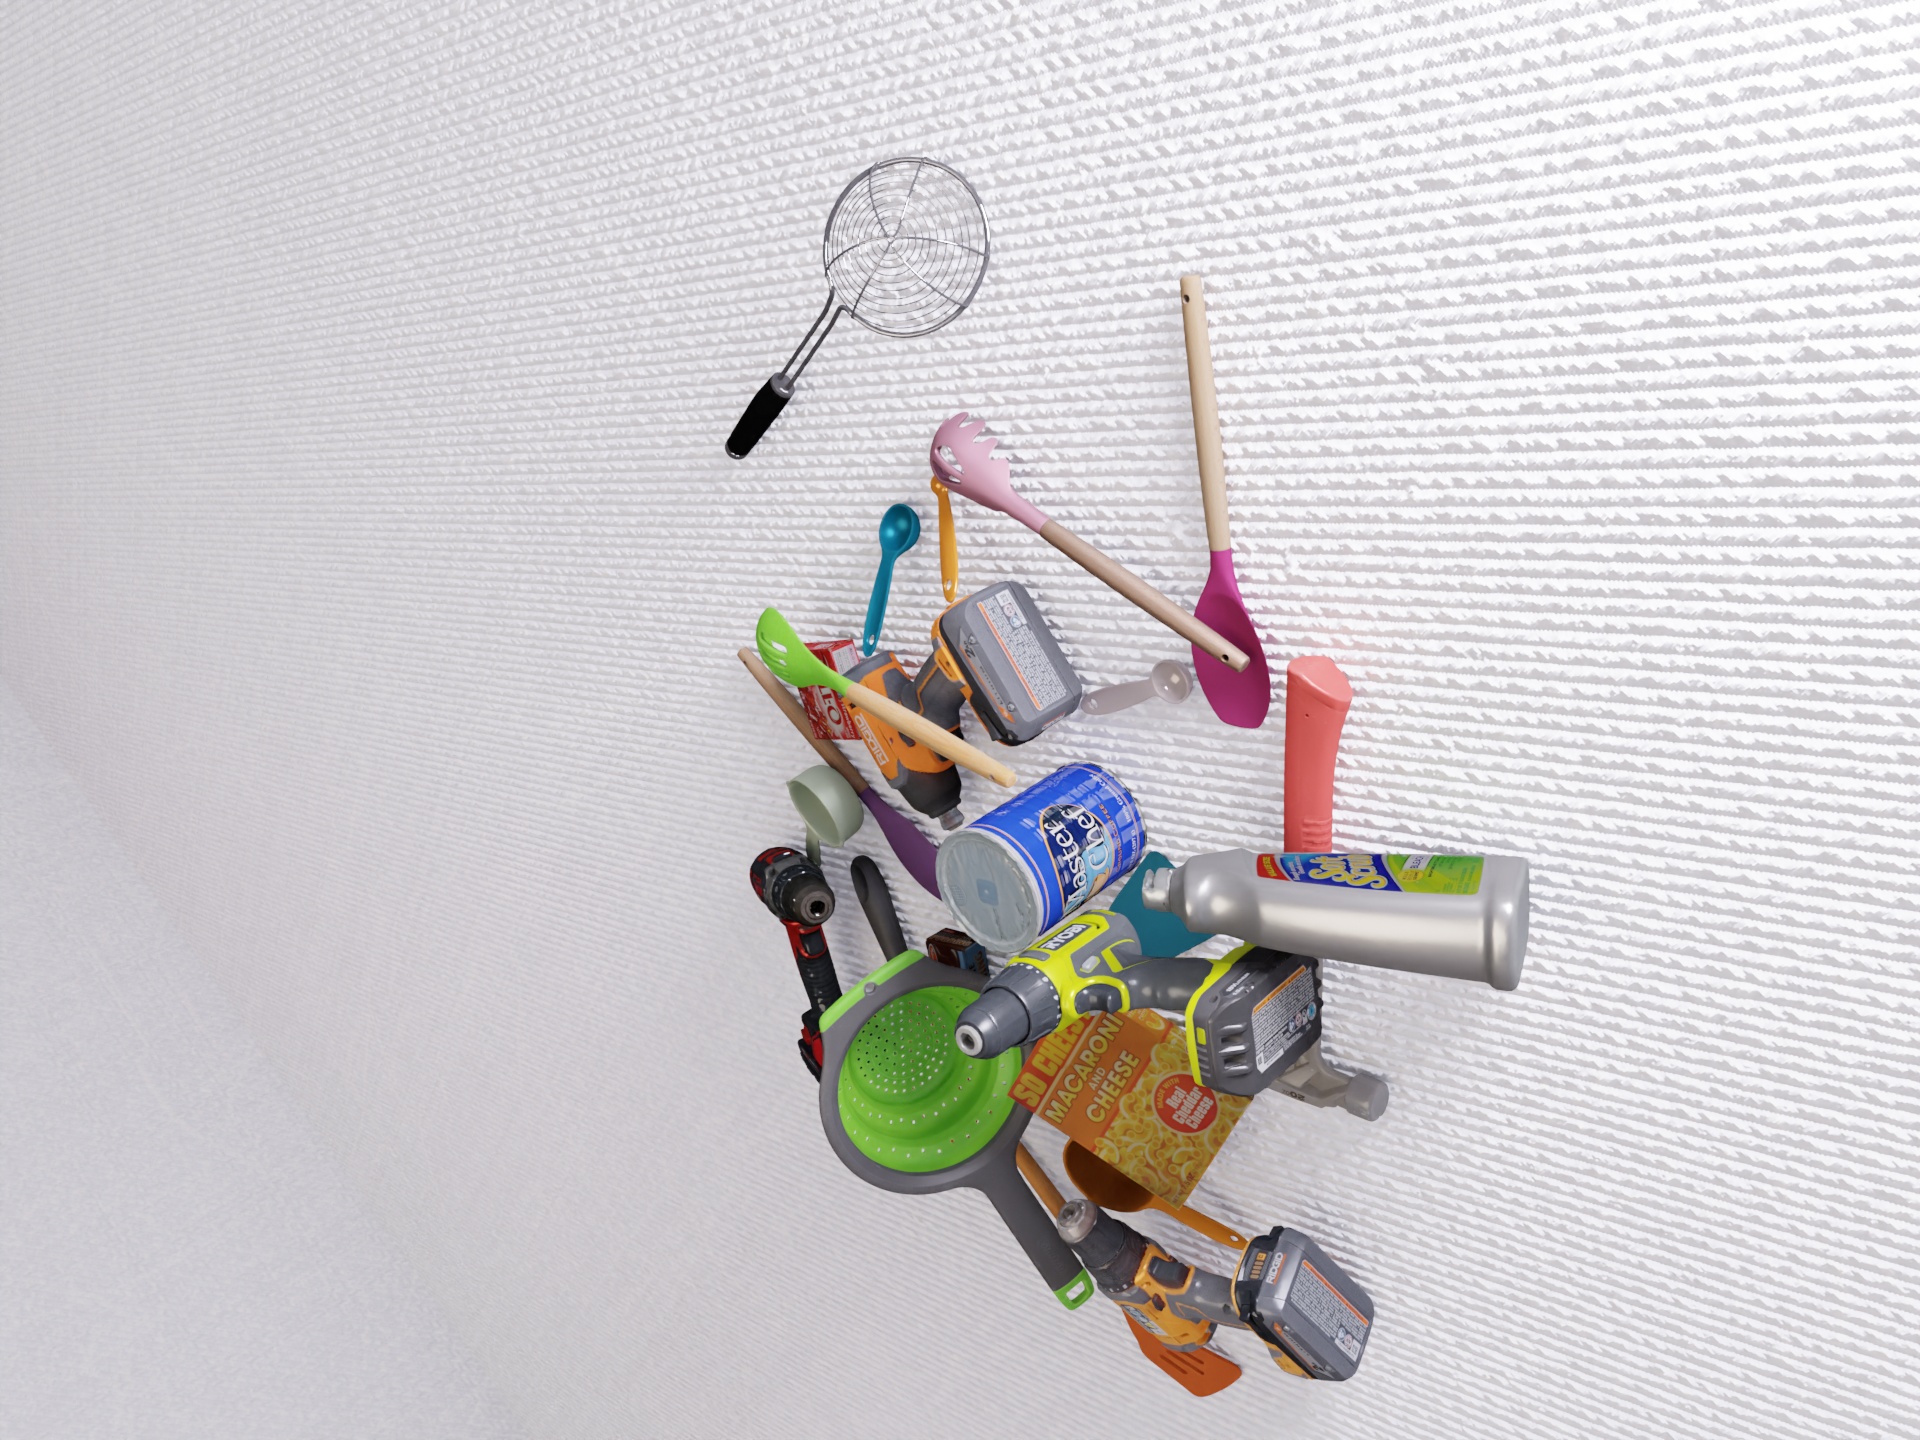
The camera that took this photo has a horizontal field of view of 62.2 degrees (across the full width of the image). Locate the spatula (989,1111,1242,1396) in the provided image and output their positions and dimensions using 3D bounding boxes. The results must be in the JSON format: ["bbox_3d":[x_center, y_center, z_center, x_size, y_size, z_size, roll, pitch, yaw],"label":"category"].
[{"bbox_3d":[0.130,0.492,1.479,0.323,0.041,0.081,51,138,17],"label":"spatula"}]

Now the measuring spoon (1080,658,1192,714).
[{"bbox_3d":[0.134,-0.023,1.205,0.124,0.018,0.034,-17,99,55],"label":"measuring spoon"}]

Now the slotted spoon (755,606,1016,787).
[{"bbox_3d":[-0.071,-0.015,1.290,0.314,0.031,0.070,29,139,37],"label":"slotted spoon"}]

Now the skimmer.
[{"bbox_3d":[-0.098,-0.306,1.269,0.127,0.090,0.363,57,148,1],"label":"skimmer"}]

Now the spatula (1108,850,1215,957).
[{"bbox_3d":[0.111,0.223,1.352,0.082,0.044,0.317,49,141,13],"label":"spatula"}]

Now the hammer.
[{"bbox_3d":[0.243,0.121,1.155,0.149,0.037,0.358,17,122,38],"label":"hammer"}]

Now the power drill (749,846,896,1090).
[{"bbox_3d":[-0.132,0.234,1.514,0.188,0.080,0.226,-167,58,-71],"label":"power drill"}]

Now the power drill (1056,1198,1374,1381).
[{"bbox_3d":[0.199,0.460,1.311,0.185,0.084,0.226,47,145,-22],"label":"power drill"}]

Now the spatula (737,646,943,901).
[{"bbox_3d":[-0.106,0.049,1.475,0.316,0.018,0.059,48,142,13],"label":"spatula"}]

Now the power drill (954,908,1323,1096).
[{"bbox_3d":[0.126,0.205,1.152,0.228,0.190,0.080,2,107,40],"label":"power drill"}]

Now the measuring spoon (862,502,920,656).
[{"bbox_3d":[-0.056,-0.113,1.304,0.042,0.021,0.128,20,98,47],"label":"measuring spoon"}]

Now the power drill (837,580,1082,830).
[{"bbox_3d":[-0.002,-0.004,1.300,0.226,0.084,0.164,-31,89,53],"label":"power drill"}]

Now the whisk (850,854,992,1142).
[{"bbox_3d":[-0.043,0.266,1.504,0.073,0.073,0.296,-23,88,48],"label":"whisk"}]

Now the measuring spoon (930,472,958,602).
[{"bbox_3d":[-0.014,-0.144,1.239,0.021,0.011,0.117,-33,54,46],"label":"measuring spoon"}]

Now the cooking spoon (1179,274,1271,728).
[{"bbox_3d":[0.176,-0.143,1.092,0.069,0.017,0.318,13,121,47],"label":"cooking spoon"}]

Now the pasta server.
[{"bbox_3d":[0.088,-0.130,1.170,0.316,0.040,0.060,38,133,23],"label":"pasta server"}]

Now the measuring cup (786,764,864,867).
[{"bbox_3d":[-0.126,0.097,1.508,0.083,0.038,0.167,46,156,17],"label":"measuring cup"}]

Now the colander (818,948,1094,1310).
[{"bbox_3d":[0.003,0.370,1.432,0.396,0.204,0.094,59,168,-19],"label":"colander"}]

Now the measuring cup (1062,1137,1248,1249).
[{"bbox_3d":[0.175,0.392,1.364,0.174,0.052,0.095,27,127,11],"label":"measuring cup"}]
